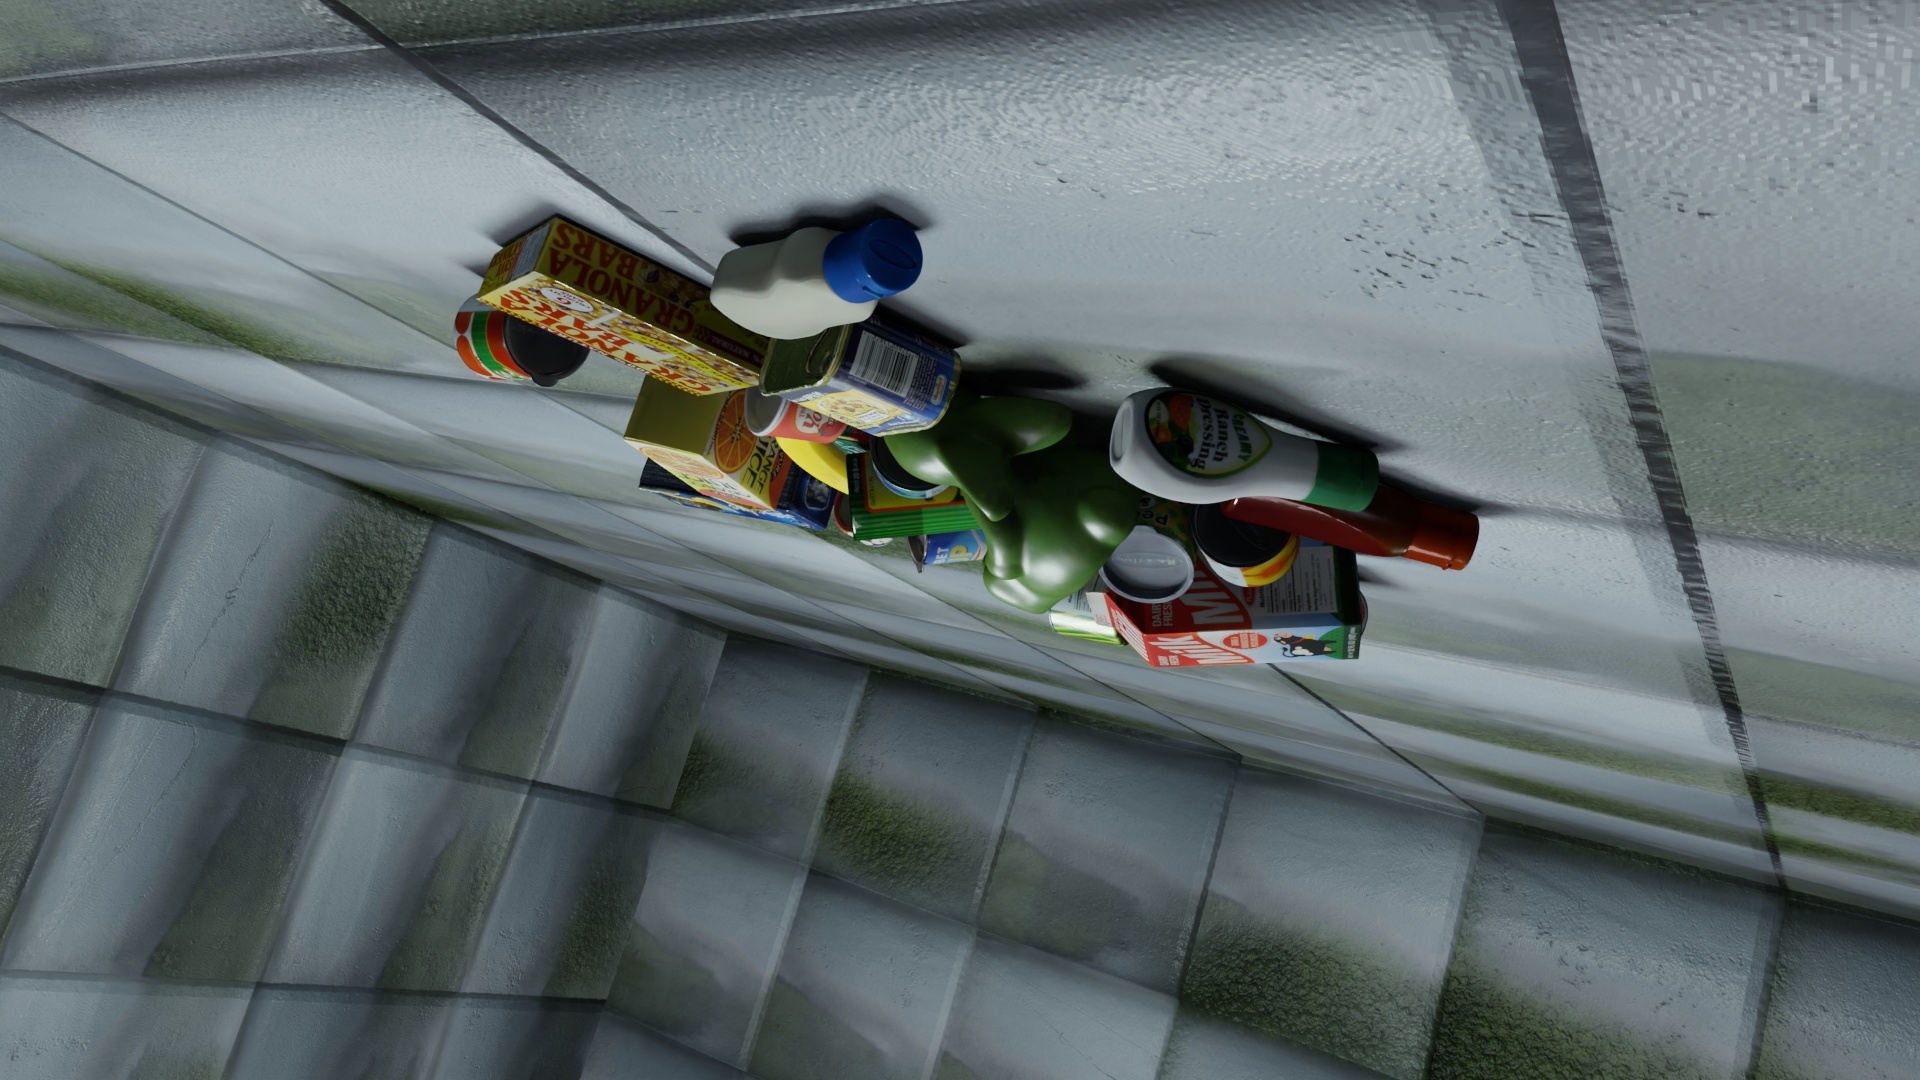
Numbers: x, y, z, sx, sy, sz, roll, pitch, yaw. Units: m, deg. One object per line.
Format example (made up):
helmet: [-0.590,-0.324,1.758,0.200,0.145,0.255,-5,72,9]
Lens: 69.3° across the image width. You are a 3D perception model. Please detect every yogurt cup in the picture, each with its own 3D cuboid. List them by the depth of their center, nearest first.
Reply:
yogurt cup: [-0.106,-0.097,0.926,0.054,0.072,0.072,14,173,-33]

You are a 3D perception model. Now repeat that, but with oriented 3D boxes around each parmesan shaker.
parmesan shaker: [-0.030,-0.034,1.017,0.103,0.071,0.071,-6,170,-3]

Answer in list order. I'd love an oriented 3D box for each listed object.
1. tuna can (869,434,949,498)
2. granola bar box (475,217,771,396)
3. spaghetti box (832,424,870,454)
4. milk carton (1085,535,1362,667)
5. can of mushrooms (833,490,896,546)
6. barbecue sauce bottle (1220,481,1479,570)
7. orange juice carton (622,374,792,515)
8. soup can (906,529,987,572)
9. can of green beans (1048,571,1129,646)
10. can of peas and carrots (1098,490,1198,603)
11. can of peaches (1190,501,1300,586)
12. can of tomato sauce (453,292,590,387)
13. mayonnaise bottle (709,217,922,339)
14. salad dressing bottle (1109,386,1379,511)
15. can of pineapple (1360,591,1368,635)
tuna can: [-0.032,-0.065,0.972,0.071,0.071,0.032,16,170,2]
granola bar box: [-0.211,-0.146,0.898,0.165,0.039,0.124,23,168,-32]
spaghetti box: [-0.035,-0.053,1.139,0.050,0.029,0.249,12,169,24]
milk carton: [0.190,0.046,1.010,0.190,0.074,0.072,-3,154,11]
can of mushrooms: [-0.079,-0.030,1.226,0.071,0.071,0.033,9,166,38]
barbecue sauce bottle: [0.238,-0.018,0.850,0.148,0.044,0.064,16,168,3]
orange juice carton: [-0.191,-0.078,1.138,0.073,0.072,0.192,14,169,18]
soup can: [0.004,-0.014,1.092,0.084,0.071,0.071,-5,175,-16]
can of green beans: [0.110,0.047,1.105,0.058,0.071,0.071,10,167,28]
can of peas and carrots: [0.131,-0.002,0.956,0.071,0.059,0.070,9,132,10]
can of peaches: [0.192,-0.008,0.919,0.071,0.071,0.058,13,169,21]
can of tomato sauce: [-0.309,-0.144,0.980,0.083,0.071,0.071,7,165,46]
mayonnaise bottle: [-0.073,-0.137,0.725,0.065,0.041,0.148,22,168,-33]
salad dressing bottle: [0.160,-0.047,0.782,0.148,0.064,0.043,10,154,-10]
can of pineapple: [0.278,0.054,1.102,0.071,0.071,0.058,6,164,47]
